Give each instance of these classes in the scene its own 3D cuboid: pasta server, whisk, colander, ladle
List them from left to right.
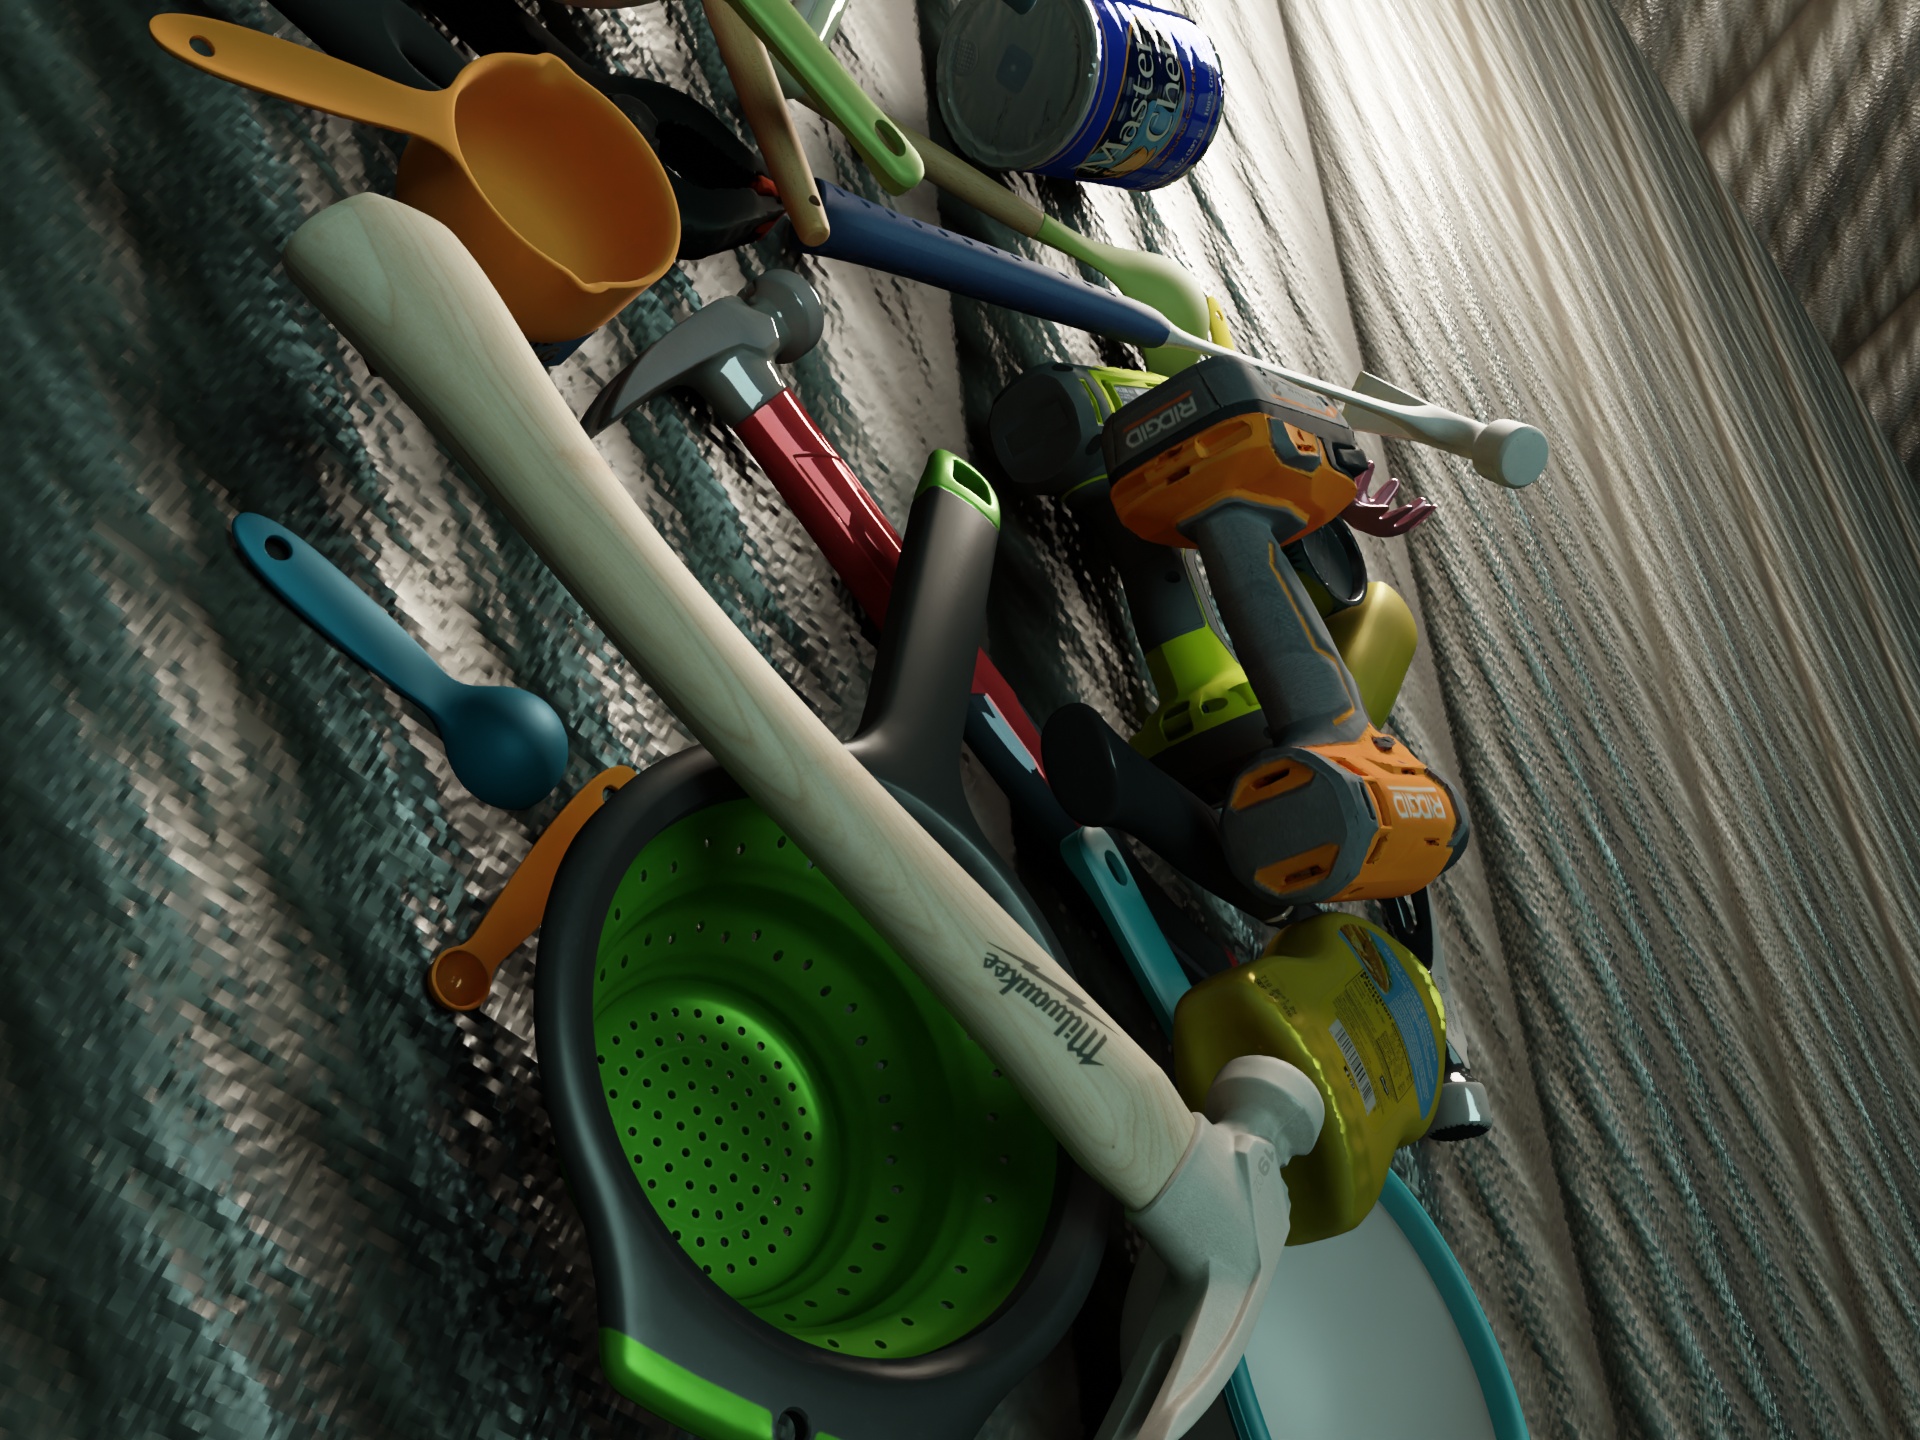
[{"bbox_3d":[-0.275,-0.287,0.489,0.295,0.073,0.073,36,47,-29],"label":"whisk"},{"bbox_3d":[-0.045,0.055,0.544,0.204,0.094,0.397,34,42,-24],"label":"colander"},{"bbox_3d":[-0.060,-0.376,0.784,0.059,0.058,0.247,56,33,-40],"label":"whisk"},{"bbox_3d":[0.011,-0.264,0.832,0.320,0.062,0.078,21,52,-32],"label":"ladle"},{"bbox_3d":[0.196,-0.146,0.893,0.060,0.040,0.316,43,17,28],"label":"pasta server"}]

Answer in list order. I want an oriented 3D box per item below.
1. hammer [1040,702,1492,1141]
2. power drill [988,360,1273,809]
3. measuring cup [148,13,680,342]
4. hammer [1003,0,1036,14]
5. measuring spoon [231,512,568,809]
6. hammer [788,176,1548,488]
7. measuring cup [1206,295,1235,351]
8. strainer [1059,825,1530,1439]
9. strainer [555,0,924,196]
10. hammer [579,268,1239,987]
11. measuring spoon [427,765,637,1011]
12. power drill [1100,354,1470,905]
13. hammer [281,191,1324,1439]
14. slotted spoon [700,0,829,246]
[{"bbox_3d":[0.155,0.083,0.738,0.408,0.036,0.149,34,44,-47],"label":"hammer"},{"bbox_3d":[0.121,-0.075,0.814,0.190,0.080,0.228,-10,75,-53],"label":"power drill"},{"bbox_3d":[-0.175,-0.175,0.509,0.173,0.052,0.095,6,65,-44],"label":"measuring cup"},{"bbox_3d":[-0.107,-0.415,0.712,0.330,0.033,0.128,22,55,-19],"label":"hammer"},{"bbox_3d":[-0.171,-0.022,0.499,0.128,0.021,0.042,45,42,-23],"label":"measuring spoon"},{"bbox_3d":[0.106,-0.194,0.808,0.405,0.035,0.144,11,17,-26],"label":"hammer"},{"bbox_3d":[0.186,-0.197,0.987,0.062,0.029,0.156,-5,76,-49],"label":"measuring cup"},{"bbox_3d":[0.099,0.209,0.628,0.211,0.095,0.340,-5,63,-57],"label":"strainer"},{"bbox_3d":[-0.120,-0.301,0.637,0.256,0.069,0.152,43,50,-25],"label":"strainer"},{"bbox_3d":[-0.001,-0.002,0.667,0.386,0.038,0.143,53,41,-13],"label":"hammer"},{"bbox_3d":[-0.136,0.051,0.513,0.021,0.011,0.117,51,37,-16],"label":"measuring spoon"},{"bbox_3d":[0.152,-0.031,0.692,0.164,0.084,0.227,6,64,-51],"label":"power drill"},{"bbox_3d":[-0.049,0.021,0.460,0.410,0.038,0.146,49,40,-6],"label":"hammer"},{"bbox_3d":[-0.114,-0.338,0.705,0.070,0.031,0.314,-6,67,-40],"label":"slotted spoon"}]
